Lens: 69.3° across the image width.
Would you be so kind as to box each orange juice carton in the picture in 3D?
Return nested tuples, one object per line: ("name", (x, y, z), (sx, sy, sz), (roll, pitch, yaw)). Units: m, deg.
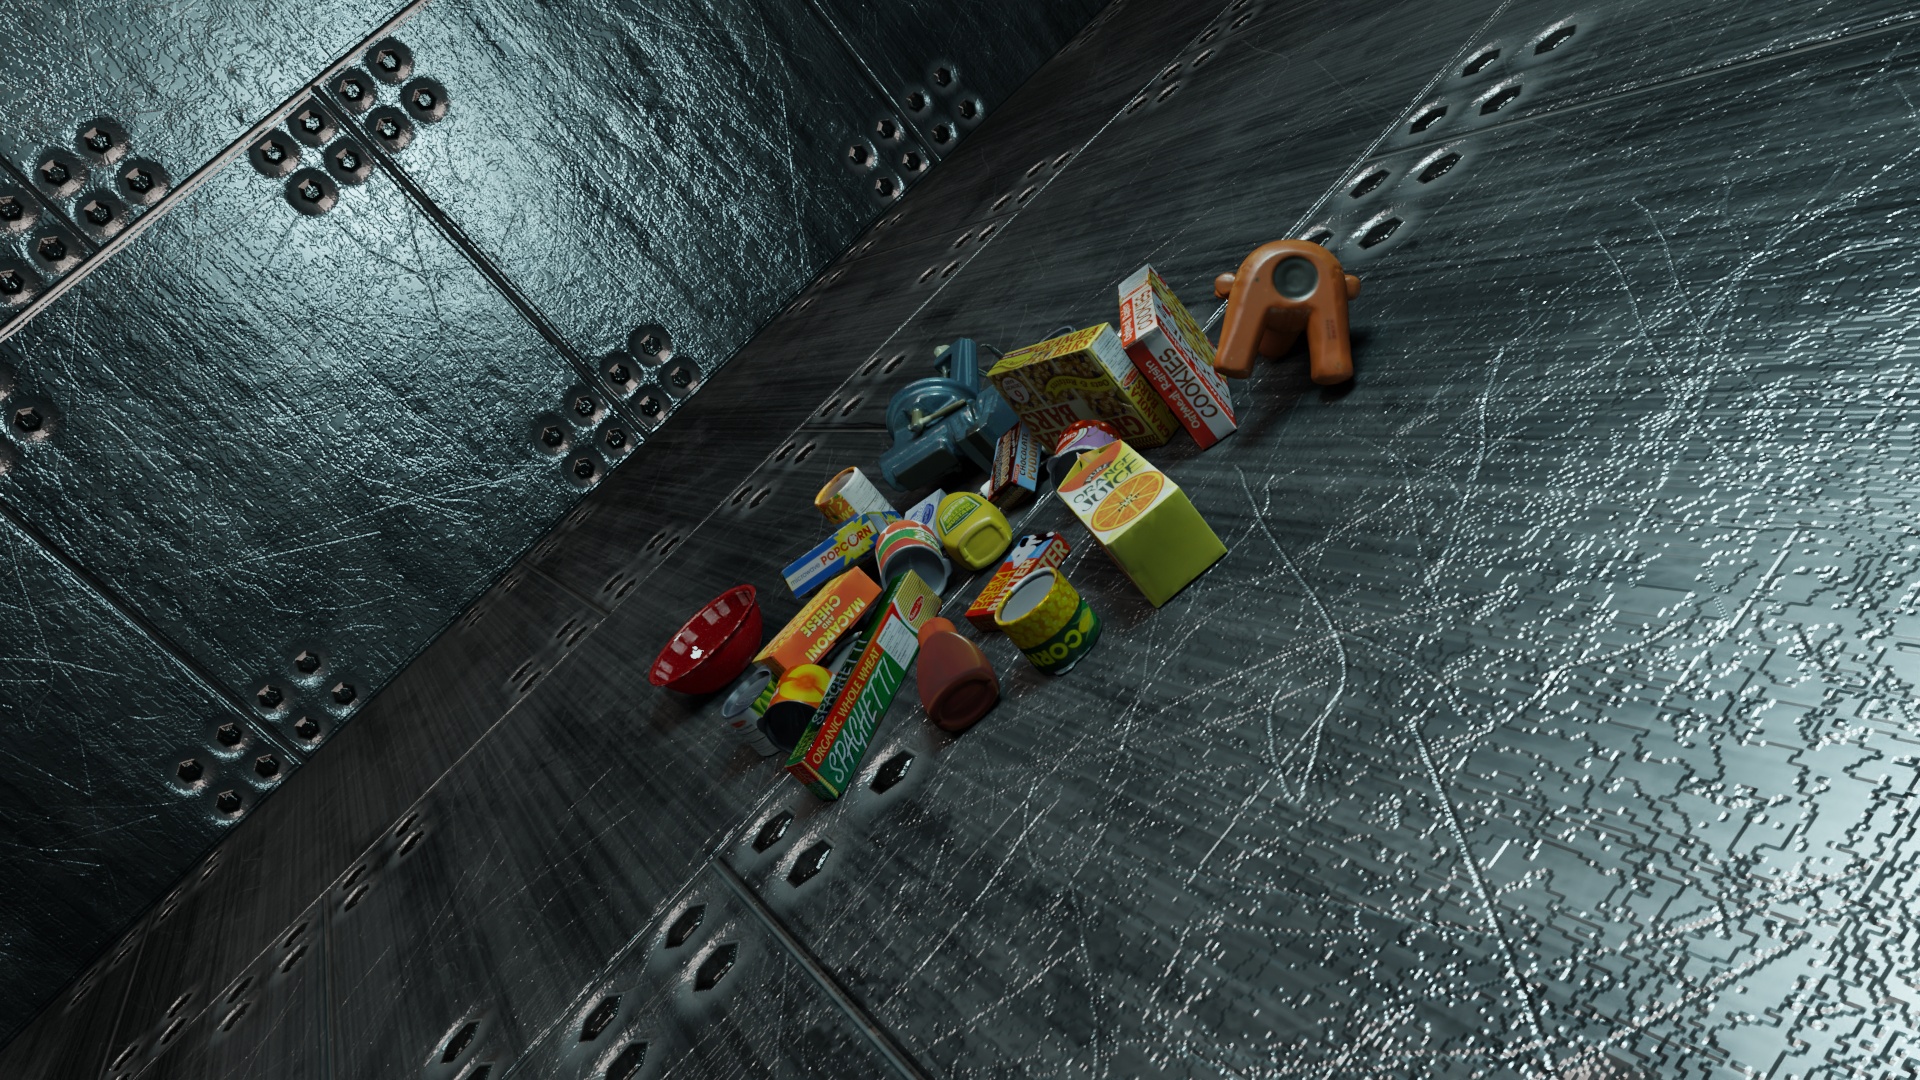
("orange juice carton", (0.140, -0.023, 1.142), (0.073, 0.071, 0.193), (-39, 21, 3))

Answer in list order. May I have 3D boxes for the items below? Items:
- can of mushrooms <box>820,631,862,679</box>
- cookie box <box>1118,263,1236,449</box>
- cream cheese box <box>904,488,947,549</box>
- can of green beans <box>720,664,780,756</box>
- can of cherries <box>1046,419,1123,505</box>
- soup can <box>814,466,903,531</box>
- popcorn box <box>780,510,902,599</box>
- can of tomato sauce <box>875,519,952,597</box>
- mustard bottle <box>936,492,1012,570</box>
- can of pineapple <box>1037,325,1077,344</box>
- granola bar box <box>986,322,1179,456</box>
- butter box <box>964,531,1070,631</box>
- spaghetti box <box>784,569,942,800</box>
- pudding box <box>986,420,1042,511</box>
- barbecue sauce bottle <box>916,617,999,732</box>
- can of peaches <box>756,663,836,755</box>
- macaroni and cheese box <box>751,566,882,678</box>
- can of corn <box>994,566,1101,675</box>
("can of mushrooms", (-0.103, 0.122, 1.332), (0.071, 0.033, 0.071), (-35, 21, 15))
("cookie box", (0.196, -0.170, 1.271), (0.040, 0.122, 0.168), (-34, 21, 22))
("cream cheese box", (-0.039, -0.012, 1.506), (0.053, 0.024, 0.104), (-34, 21, 21))
("can of green beans", (-0.190, 0.168, 1.358), (0.071, 0.057, 0.071), (-35, 21, 16))
("can of cherries", (0.116, -0.072, 1.285), (0.071, 0.071, 0.059), (-31, 22, 27))
("soup can", (-0.120, -0.033, 1.607), (0.071, 0.083, 0.071), (-36, 21, 16))
("popcorn box", (-0.126, 0.015, 1.534), (0.126, 0.038, 0.085), (-34, -10, 18))
("can of tomato sauce", (-0.048, 0.021, 1.395), (0.071, 0.071, 0.083), (-39, 20, 6))
("mustard bottle", (0.005, -0.018, 1.403), (0.065, 0.048, 0.160), (-40, 20, -1))
("can of pineapple", (0.118, -0.201, 1.567), (0.071, 0.057, 0.071), (-35, 21, 16))
("granola bar box", (0.117, -0.138, 1.343), (0.039, 0.124, 0.165), (-52, 22, -25))
("butter box", (0.052, 0.037, 1.244), (0.053, 0.024, 0.104), (-11, 35, 55))
("spaghetti box", (-0.084, 0.127, 1.264), (0.028, 0.050, 0.251), (-26, 25, 41))
("pudding box", (0.057, -0.077, 1.421), (0.049, 0.030, 0.084), (-39, 32, 49))
("barbecue sauce bottle", (-0.010, 0.107, 1.183), (0.065, 0.043, 0.149), (-40, 20, 4))
("can of peaches", (-0.147, 0.156, 1.287), (0.071, 0.071, 0.058), (-31, 22, 26))
("macaroni and cheese box", (-0.147, 0.090, 1.414), (0.124, 0.040, 0.166), (-47, 6, -15))
("can of corn", (0.069, 0.065, 1.107), (0.071, 0.058, 0.071), (-35, 21, 16))
